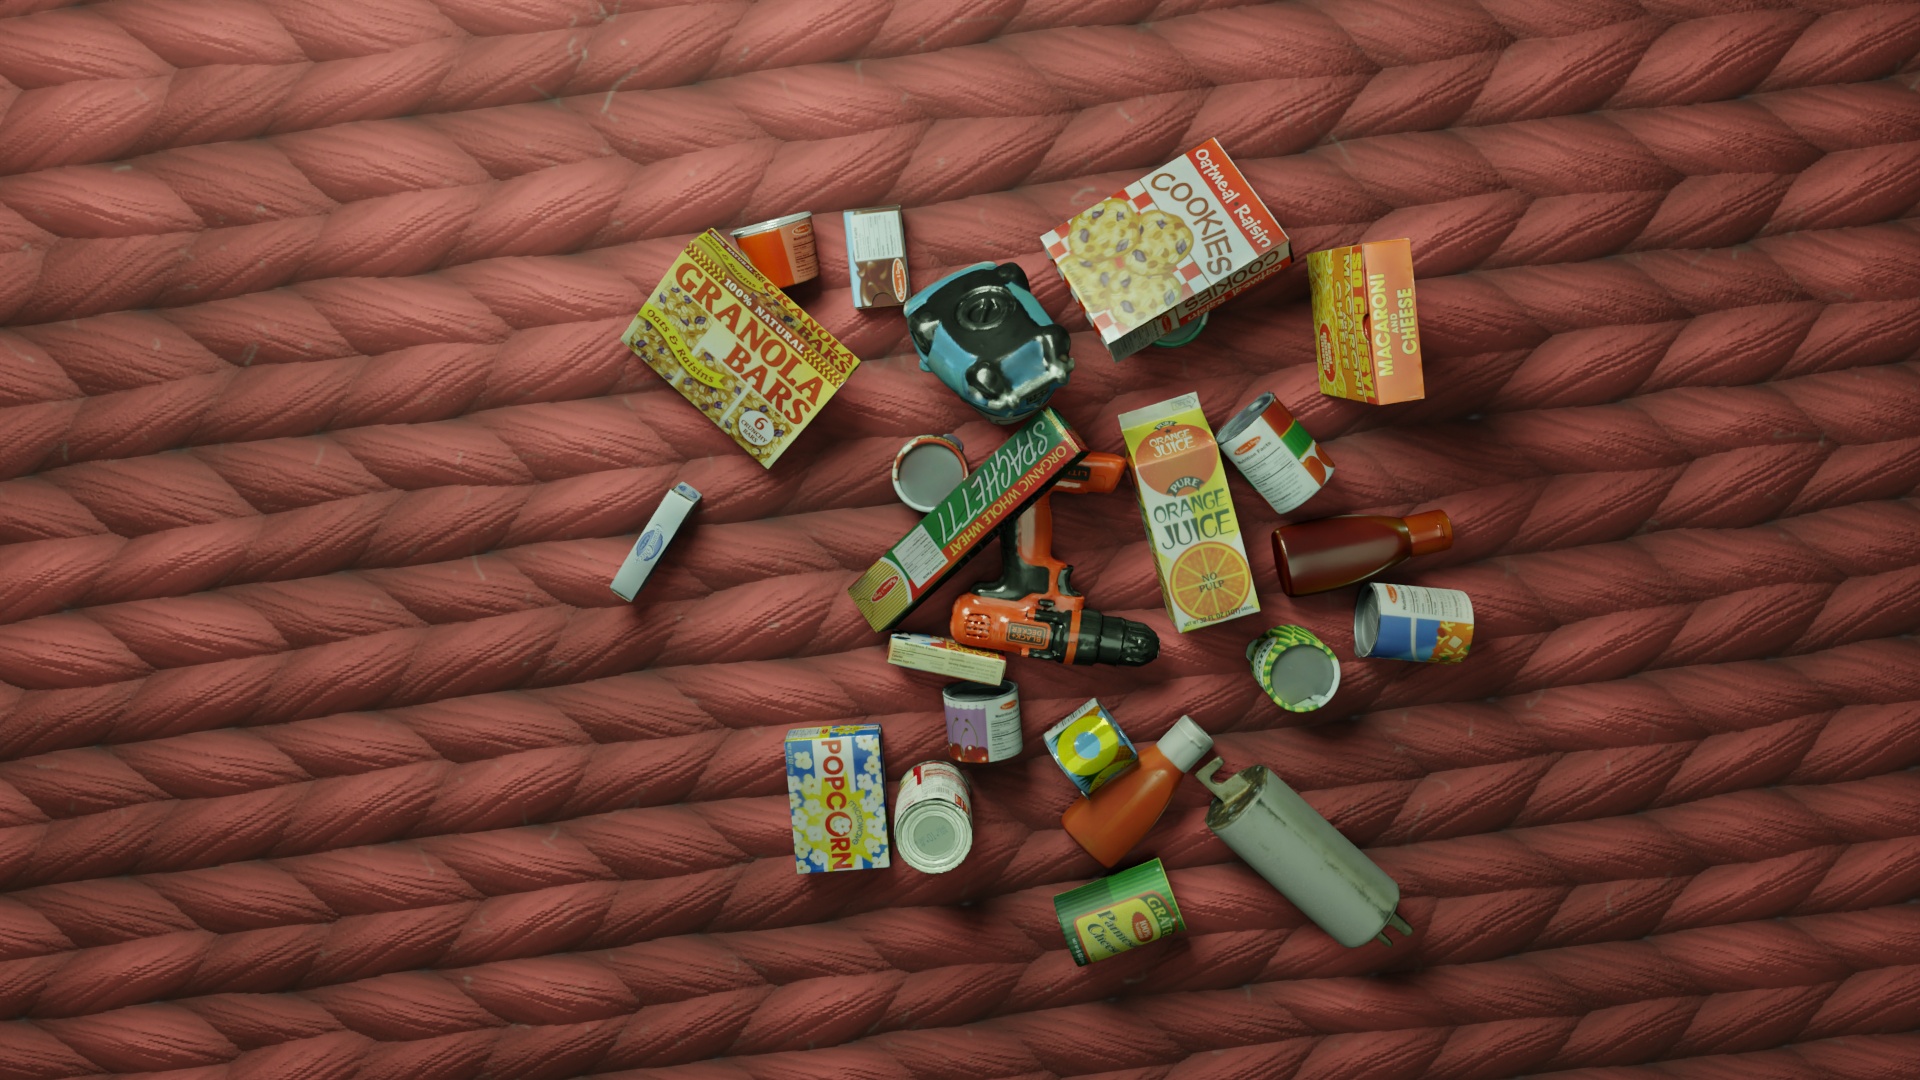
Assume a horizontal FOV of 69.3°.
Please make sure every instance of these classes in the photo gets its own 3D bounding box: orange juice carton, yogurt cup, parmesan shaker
[{"bbox_3d":[0.193,-0.025,1.189,0.072,0.073,0.192,-16,98,2],"label":"orange juice carton"},{"bbox_3d":[-0.150,-0.240,1.158,0.072,0.072,0.053,-15,107,2],"label":"yogurt cup"},{"bbox_3d":[0.143,0.336,1.246,0.103,0.071,0.071,-21,98,3],"label":"parmesan shaker"}]

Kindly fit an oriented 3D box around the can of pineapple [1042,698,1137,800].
[{"bbox_3d":[0.116,0.183,1.222,0.058,0.071,0.071,-37,97,5],"label":"can of pineapple"}]

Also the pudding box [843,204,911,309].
[{"bbox_3d":[-0.070,-0.239,1.175,0.050,0.030,0.083,-7,99,-1],"label":"pudding box"}]

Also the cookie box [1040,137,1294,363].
[{"bbox_3d":[0.169,-0.240,1.145,0.167,0.040,0.123,-29,65,4],"label":"cookie box"}]

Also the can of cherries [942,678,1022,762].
[{"bbox_3d":[0.018,0.157,1.220,0.071,0.071,0.058,-6,100,0],"label":"can of cherries"}]

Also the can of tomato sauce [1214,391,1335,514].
[{"bbox_3d":[0.269,-0.075,1.187,0.071,0.071,0.083,-42,97,6],"label":"can of tomato sauce"}]

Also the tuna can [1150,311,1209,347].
[{"bbox_3d":[0.174,-0.196,1.183,0.071,0.033,0.071,0,98,-1],"label":"tuna can"}]

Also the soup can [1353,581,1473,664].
[{"bbox_3d":[0.393,0.075,1.211,0.084,0.071,0.071,5,99,-2],"label":"soup can"}]

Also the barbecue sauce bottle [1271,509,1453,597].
[{"bbox_3d":[0.350,0.005,1.210,0.148,0.043,0.065,-12,87,0],"label":"barbecue sauce bottle"}]

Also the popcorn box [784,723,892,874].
[{"bbox_3d":[-0.108,0.230,1.240,0.085,0.038,0.126,-4,99,0],"label":"popcorn box"}]

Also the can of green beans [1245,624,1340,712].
[{"bbox_3d":[0.293,0.112,1.218,0.071,0.058,0.071,0,99,0],"label":"can of green beans"}]

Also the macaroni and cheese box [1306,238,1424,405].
[{"bbox_3d":[0.323,-0.176,1.120,0.040,0.167,0.123,-8,99,2],"label":"macaroni and cheese box"}]

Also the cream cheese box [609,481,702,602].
[{"bbox_3d":[-0.262,0.000,1.197,0.024,0.053,0.103,32,97,-7],"label":"cream cheese box"}]

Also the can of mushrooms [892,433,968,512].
[{"bbox_3d":[-0.025,-0.060,1.201,0.071,0.033,0.071,0,98,0],"label":"can of mushrooms"}]

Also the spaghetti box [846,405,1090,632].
[{"bbox_3d":[0.004,-0.015,1.165,0.249,0.029,0.050,-42,75,24],"label":"spaghetti box"}]

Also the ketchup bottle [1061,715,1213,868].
[{"bbox_3d":[0.162,0.221,1.240,0.064,0.043,0.148,43,96,-7],"label":"ketchup bottle"}]

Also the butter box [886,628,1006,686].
[{"bbox_3d":[-0.013,0.102,1.215,0.103,0.053,0.024,12,96,-3],"label":"butter box"}]

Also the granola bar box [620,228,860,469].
[{"bbox_3d":[-0.183,-0.158,1.157,0.165,0.039,0.123,42,124,-6],"label":"granola bar box"}]
